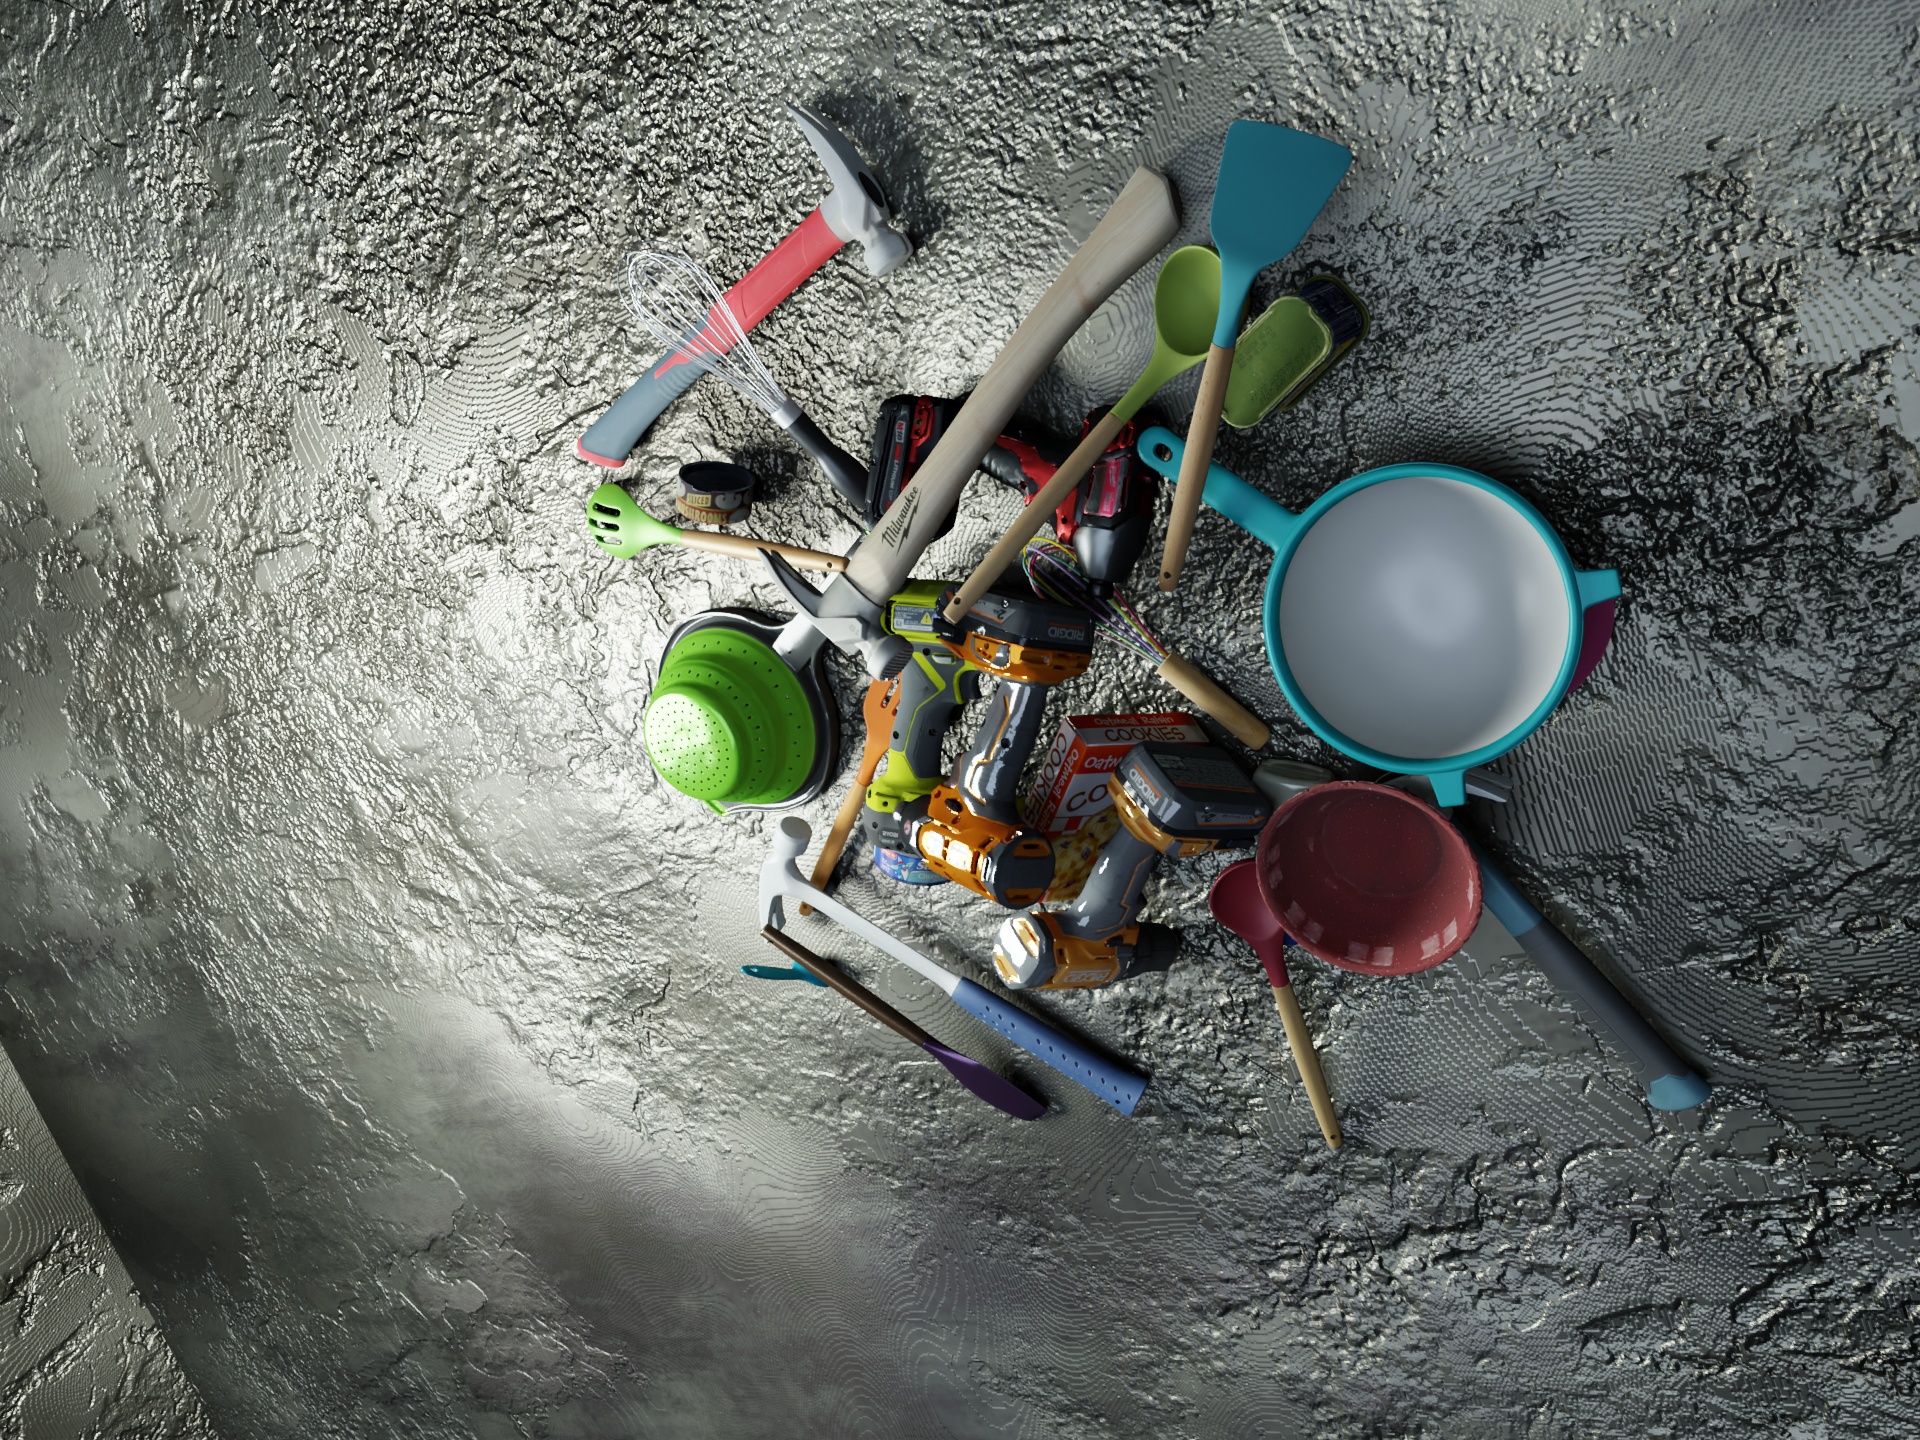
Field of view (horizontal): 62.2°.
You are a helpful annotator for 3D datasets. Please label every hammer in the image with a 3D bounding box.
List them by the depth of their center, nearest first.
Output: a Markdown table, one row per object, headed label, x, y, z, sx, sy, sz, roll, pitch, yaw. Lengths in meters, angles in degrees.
| label | x | y | z | sx | sy | sz | roll | pitch | yaw |
| --- | --- | --- | --- | --- | --- | --- | --- | --- | --- |
| hammer | 0.012 | -0.231 | 1.168 | 0.146 | 0.038 | 0.410 | 42 | 104 | 17 |
| hammer | 0.427 | 0.162 | 1.174 | 0.331 | 0.033 | 0.128 | 47 | 127 | -1 |
| hammer | -0.210 | -0.339 | 1.330 | 0.386 | 0.038 | 0.143 | -31 | 93 | 36 |
| hammer | -0.014 | 0.241 | 1.460 | 0.405 | 0.035 | 0.144 | 31 | 130 | 11 |

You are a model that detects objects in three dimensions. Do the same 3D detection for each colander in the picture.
| label | x | y | z | sx | sy | sz | roll | pitch | yaw |
| --- | --- | --- | --- | --- | --- | --- | --- | --- | --- |
| colander | -0.174 | -0.041 | 1.405 | 0.204 | 0.094 | 0.397 | 47 | 126 | 4 |

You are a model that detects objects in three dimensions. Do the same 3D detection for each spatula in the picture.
| label | x | y | z | sx | sy | sz | roll | pitch | yaw |
| --- | --- | --- | --- | --- | --- | --- | --- | --- | --- |
| spatula | 0.176 | -0.229 | 1.062 | 0.082 | 0.044 | 0.317 | 23 | 125 | 19 |
| spatula | -0.090 | 0.067 | 1.451 | 0.081 | 0.041 | 0.322 | 35 | 128 | 12 |
| spatula | -0.056 | 0.284 | 1.482 | 0.316 | 0.018 | 0.059 | 36 | 143 | -7 |

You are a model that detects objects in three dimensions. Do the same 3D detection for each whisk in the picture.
| label | x | y | z | sx | sy | sz | roll | pitch | yaw |
| --- | --- | --- | --- | --- | --- | --- | --- | --- | --- |
| whisk | 0.144 | -0.062 | 1.247 | 0.245 | 0.051 | 0.047 | 40 | 119 | 5 |
| whisk | -0.163 | -0.273 | 1.285 | 0.070 | 0.070 | 0.284 | -31 | 114 | 36 |

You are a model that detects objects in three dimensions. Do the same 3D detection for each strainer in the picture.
| label | x | y | z | sx | sy | sz | roll | pitch | yaw |
| --- | --- | --- | --- | --- | --- | --- | --- | --- | --- |
| strainer | 0.276 | -0.111 | 1.120 | 0.340 | 0.095 | 0.211 | 38 | 116 | 18 |

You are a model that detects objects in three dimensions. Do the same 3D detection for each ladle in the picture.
| label | x | y | z | sx | sy | sz | roll | pitch | yaw |
| --- | --- | --- | --- | --- | --- | --- | --- | --- | --- |
| ladle | 0.089 | -0.199 | 1.128 | 0.320 | 0.062 | 0.078 | -50 | 56 | 6 |
| ladle | 0.265 | 0.230 | 1.278 | 0.069 | 0.031 | 0.315 | -18 | 117 | 9 |

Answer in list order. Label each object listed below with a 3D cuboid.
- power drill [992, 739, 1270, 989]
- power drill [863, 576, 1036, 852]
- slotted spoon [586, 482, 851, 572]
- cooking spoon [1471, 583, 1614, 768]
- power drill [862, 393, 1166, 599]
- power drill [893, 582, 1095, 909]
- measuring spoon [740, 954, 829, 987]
| label | x | y | z | sx | sy | sz | roll | pitch | yaw |
| --- | --- | --- | --- | --- | --- | --- | --- | --- | --- |
| power drill | 0.149 | 0.126 | 1.260 | 0.226 | 0.185 | 0.084 | -57 | 48 | 26 |
| power drill | -0.002 | -0.004 | 1.316 | 0.171 | 0.080 | 0.223 | 6 | 105 | 12 |
| slotted spoon | -0.222 | -0.159 | 1.396 | 0.314 | 0.031 | 0.070 | 13 | 114 | 32 |
| cooking spoon | 0.373 | 0.027 | 1.168 | 0.069 | 0.017 | 0.318 | 39 | 125 | 20 |
| power drill | 0.042 | -0.174 | 1.215 | 0.220 | 0.078 | 0.143 | 10 | 94 | 23 |
| power drill | 0.015 | 0.014 | 1.219 | 0.164 | 0.084 | 0.226 | 19 | 102 | 50 |
| measuring spoon | -0.163 | 0.233 | 1.509 | 0.042 | 0.128 | 0.021 | 34 | 99 | 32 |
